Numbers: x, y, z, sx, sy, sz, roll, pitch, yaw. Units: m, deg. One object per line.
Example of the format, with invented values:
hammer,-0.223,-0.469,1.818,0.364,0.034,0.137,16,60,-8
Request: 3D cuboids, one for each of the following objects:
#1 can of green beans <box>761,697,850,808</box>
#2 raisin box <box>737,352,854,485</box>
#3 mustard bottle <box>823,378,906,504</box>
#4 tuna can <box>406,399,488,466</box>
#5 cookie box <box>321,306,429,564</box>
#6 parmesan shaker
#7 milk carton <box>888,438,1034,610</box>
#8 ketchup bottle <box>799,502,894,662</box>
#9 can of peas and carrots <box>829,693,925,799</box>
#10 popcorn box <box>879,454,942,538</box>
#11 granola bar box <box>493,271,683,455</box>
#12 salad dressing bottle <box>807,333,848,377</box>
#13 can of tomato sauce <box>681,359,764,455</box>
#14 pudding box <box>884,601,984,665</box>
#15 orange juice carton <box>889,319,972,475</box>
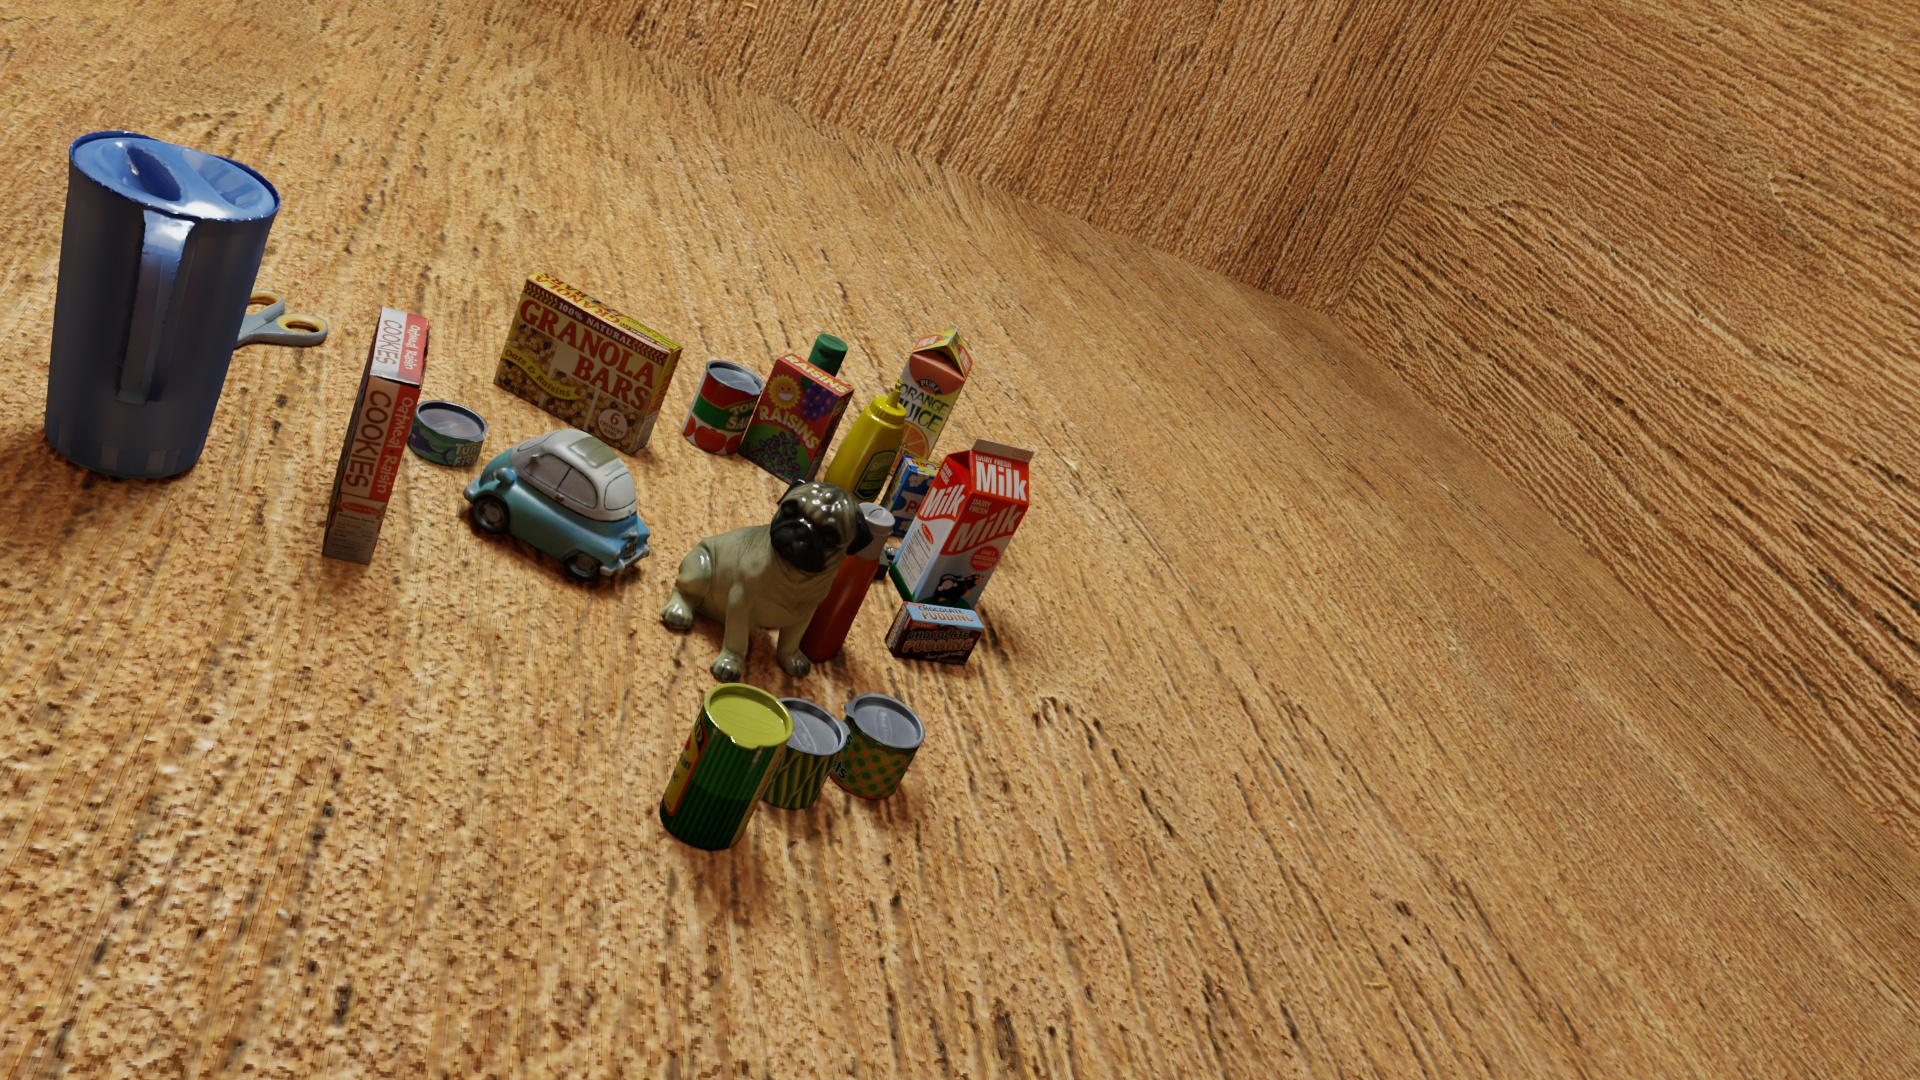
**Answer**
can of green beans,-0.130,0.165,1.077,0.071,0.057,0.071,22,25,-11
raisin box,-0.180,-0.130,1.518,0.086,0.123,0.040,32,25,10
mustard bottle,-0.096,-0.105,1.506,0.049,0.159,0.065,40,28,27
tuna can,-0.471,-0.097,1.278,0.071,0.032,0.071,22,25,-11
cookie box,-0.463,-0.084,1.102,0.040,0.166,0.123,14,28,-26
parmesan shaker,-0.168,0.163,0.990,0.071,0.102,0.071,22,25,-11
milk carton,0.005,-0.018,1.402,0.072,0.189,0.074,11,29,-31
ketchup bottle,-0.103,0.037,1.243,0.043,0.148,0.065,31,25,8
can of peas and carrots,-0.072,0.167,1.129,0.071,0.058,0.071,22,25,-11
popcorn box,-0.021,-0.039,1.541,0.127,0.085,0.038,13,28,-27
granola bar box,-0.381,-0.180,1.416,0.165,0.123,0.039,28,25,2
salad dressing bottle,-0.170,-0.160,1.555,0.064,0.147,0.044,29,25,4
can of tomato sauce,-0.258,-0.143,1.514,0.071,0.082,0.071,22,25,-11
pudding box,-0.025,0.089,1.335,0.084,0.049,0.030,10,30,-32
orange juice carton,-0.043,-0.170,1.646,0.073,0.191,0.072,26,25,-3
